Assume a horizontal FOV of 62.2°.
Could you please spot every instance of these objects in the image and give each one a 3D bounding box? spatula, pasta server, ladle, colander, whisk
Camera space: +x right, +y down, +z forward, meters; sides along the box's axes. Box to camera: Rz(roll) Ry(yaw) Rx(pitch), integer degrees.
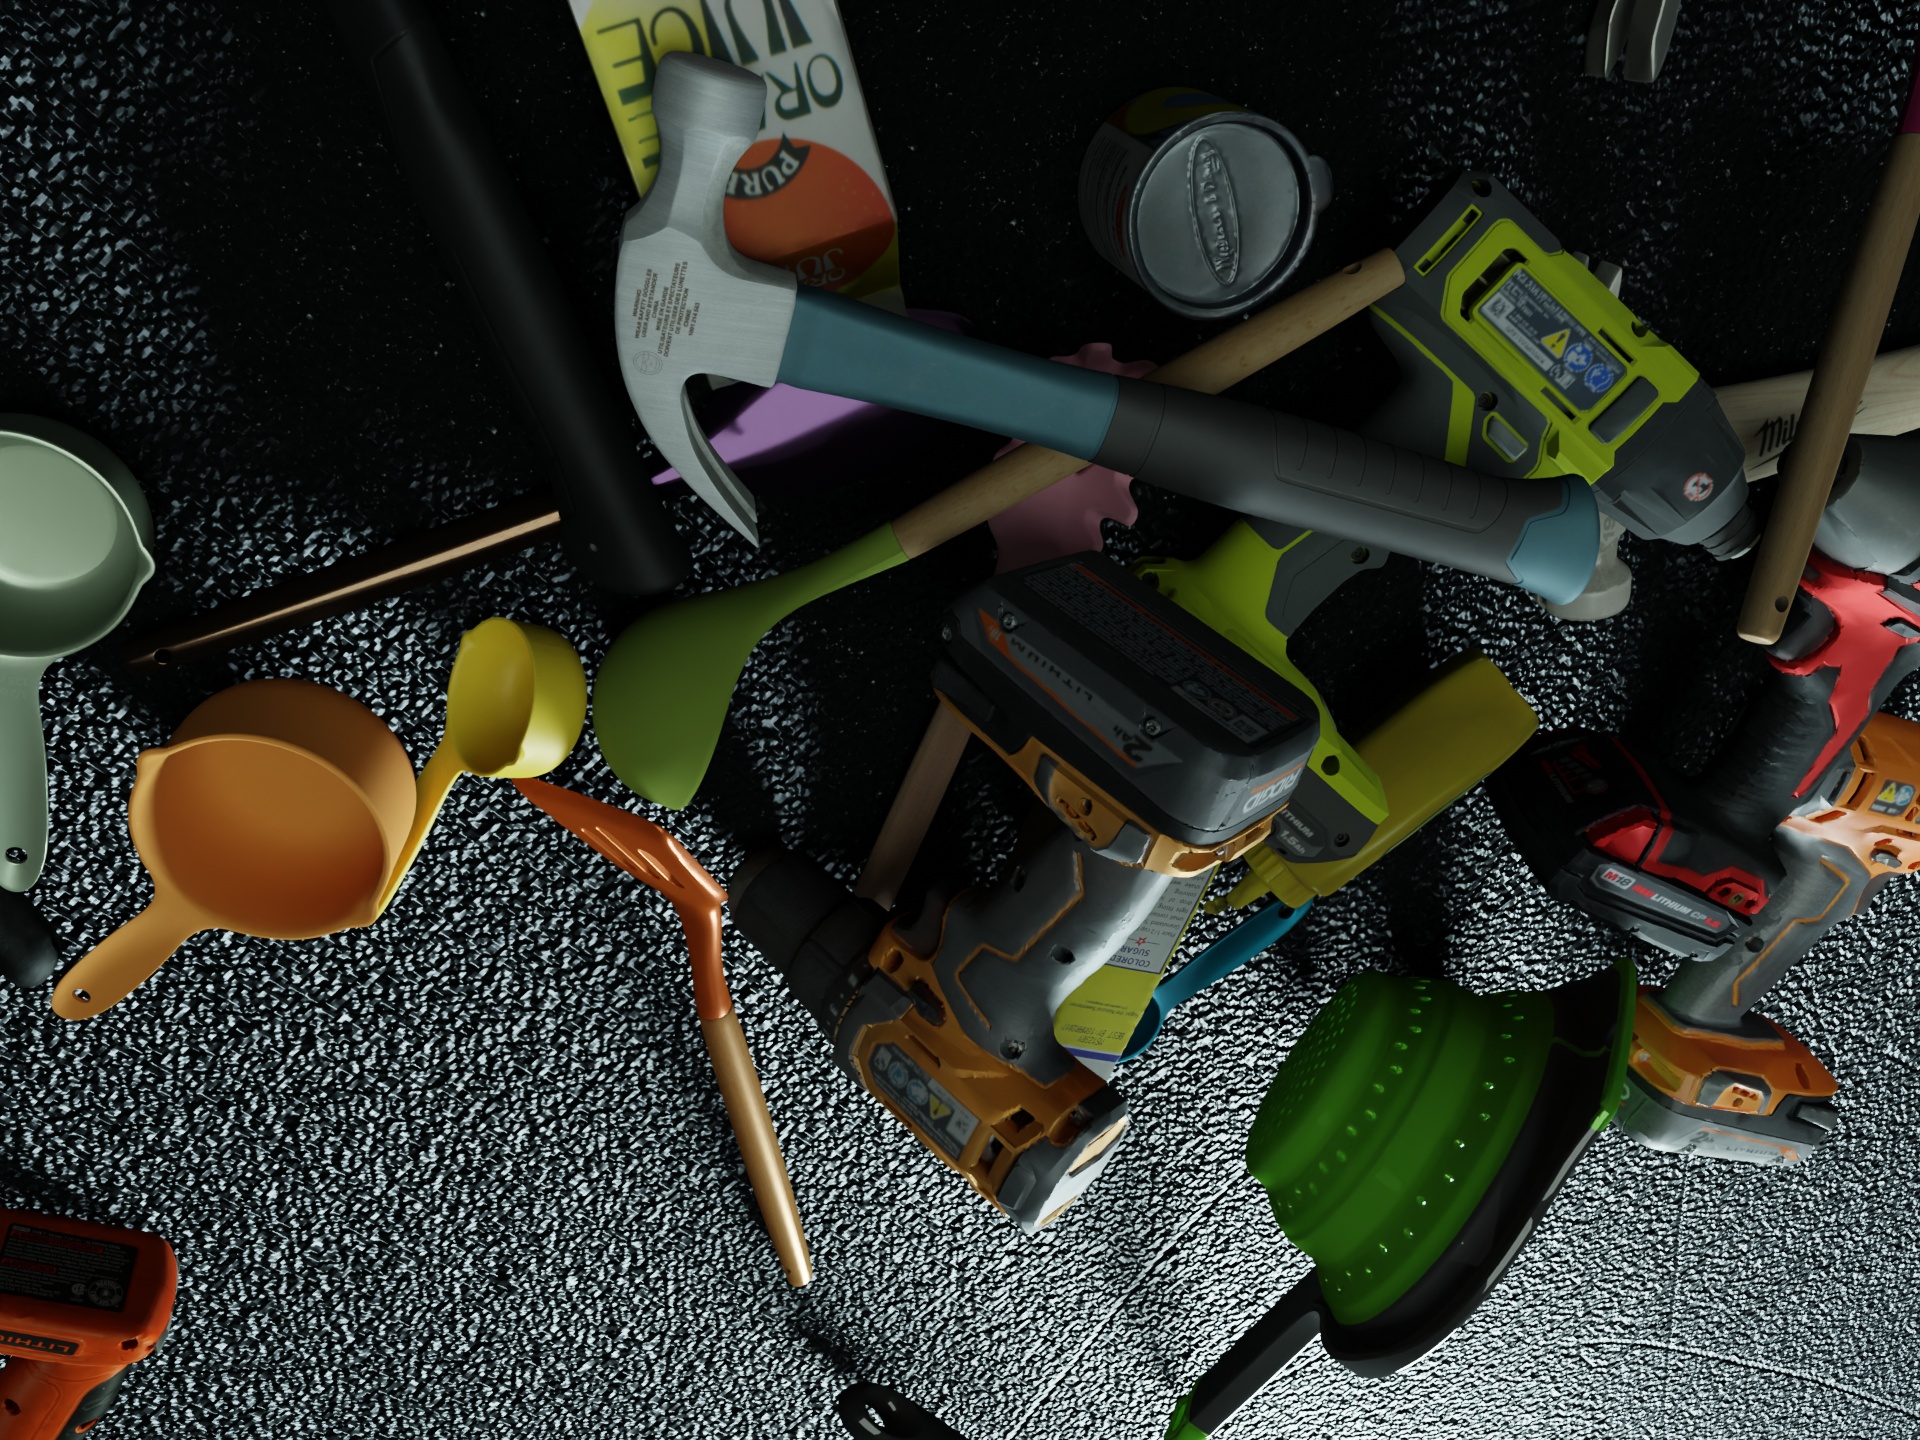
[{"bbox_3d":[-0.105,0.145,0.676,0.041,0.081,0.322,-45,138,-39],"label":"spatula"},{"bbox_3d":[-0.001,-0.002,0.625,0.060,0.040,0.316,22,114,-7],"label":"pasta server"},{"bbox_3d":[-0.138,-0.076,0.557,0.316,0.018,0.059,-21,119,-4],"label":"spatula"},{"bbox_3d":[0.008,-0.066,0.549,0.320,0.078,0.062,-28,127,9],"label":"ladle"},{"bbox_3d":[0.165,0.239,0.773,0.094,0.204,0.396,33,128,7],"label":"colander"},{"bbox_3d":[0.043,0.432,0.875,0.295,0.073,0.073,40,103,-25],"label":"whisk"}]

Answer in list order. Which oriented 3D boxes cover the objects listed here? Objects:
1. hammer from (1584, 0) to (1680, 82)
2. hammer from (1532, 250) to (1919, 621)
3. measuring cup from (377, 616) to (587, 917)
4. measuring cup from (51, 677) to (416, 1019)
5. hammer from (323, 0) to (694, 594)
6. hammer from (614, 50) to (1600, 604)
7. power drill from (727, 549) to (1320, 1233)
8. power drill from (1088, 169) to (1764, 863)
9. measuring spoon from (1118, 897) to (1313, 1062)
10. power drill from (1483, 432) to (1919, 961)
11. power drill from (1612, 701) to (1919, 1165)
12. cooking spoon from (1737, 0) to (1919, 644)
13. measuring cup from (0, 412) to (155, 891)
[{"bbox_3d":[0.082,-0.249,0.460,0.359,0.037,0.149,-16,122,-23],"label":"hammer"},{"bbox_3d":[0.429,-0.155,0.656,0.410,0.038,0.146,-14,120,-8],"label":"hammer"},{"bbox_3d":[-0.185,0.026,0.592,0.029,0.062,0.156,6,133,-46],"label":"measuring cup"},{"bbox_3d":[-0.270,0.051,0.578,0.173,0.052,0.095,-36,116,22],"label":"measuring cup"},{"bbox_3d":[-0.148,-0.177,0.445,0.146,0.035,0.334,6,133,32],"label":"hammer"},{"bbox_3d":[0.057,-0.092,0.493,0.331,0.033,0.128,12,118,-16],"label":"hammer"},{"bbox_3d":[0.006,0.051,0.574,0.084,0.185,0.226,-21,141,-49],"label":"power drill"},{"bbox_3d":[0.168,-0.061,0.590,0.171,0.080,0.223,41,104,-7],"label":"power drill"},{"bbox_3d":[0.106,0.112,0.735,0.128,0.021,0.042,-33,122,-6],"label":"measuring spoon"},{"bbox_3d":[0.326,-0.013,0.645,0.143,0.079,0.219,23,120,-22],"label":"power drill"},{"bbox_3d":[0.413,0.103,0.773,0.164,0.084,0.226,12,111,-21],"label":"power drill"},{"bbox_3d":[0.330,-0.180,0.563,0.068,0.017,0.319,17,90,-21],"label":"cooking spoon"},{"bbox_3d":[-0.310,-0.021,0.528,0.083,0.038,0.167,6,116,-18],"label":"measuring cup"}]
